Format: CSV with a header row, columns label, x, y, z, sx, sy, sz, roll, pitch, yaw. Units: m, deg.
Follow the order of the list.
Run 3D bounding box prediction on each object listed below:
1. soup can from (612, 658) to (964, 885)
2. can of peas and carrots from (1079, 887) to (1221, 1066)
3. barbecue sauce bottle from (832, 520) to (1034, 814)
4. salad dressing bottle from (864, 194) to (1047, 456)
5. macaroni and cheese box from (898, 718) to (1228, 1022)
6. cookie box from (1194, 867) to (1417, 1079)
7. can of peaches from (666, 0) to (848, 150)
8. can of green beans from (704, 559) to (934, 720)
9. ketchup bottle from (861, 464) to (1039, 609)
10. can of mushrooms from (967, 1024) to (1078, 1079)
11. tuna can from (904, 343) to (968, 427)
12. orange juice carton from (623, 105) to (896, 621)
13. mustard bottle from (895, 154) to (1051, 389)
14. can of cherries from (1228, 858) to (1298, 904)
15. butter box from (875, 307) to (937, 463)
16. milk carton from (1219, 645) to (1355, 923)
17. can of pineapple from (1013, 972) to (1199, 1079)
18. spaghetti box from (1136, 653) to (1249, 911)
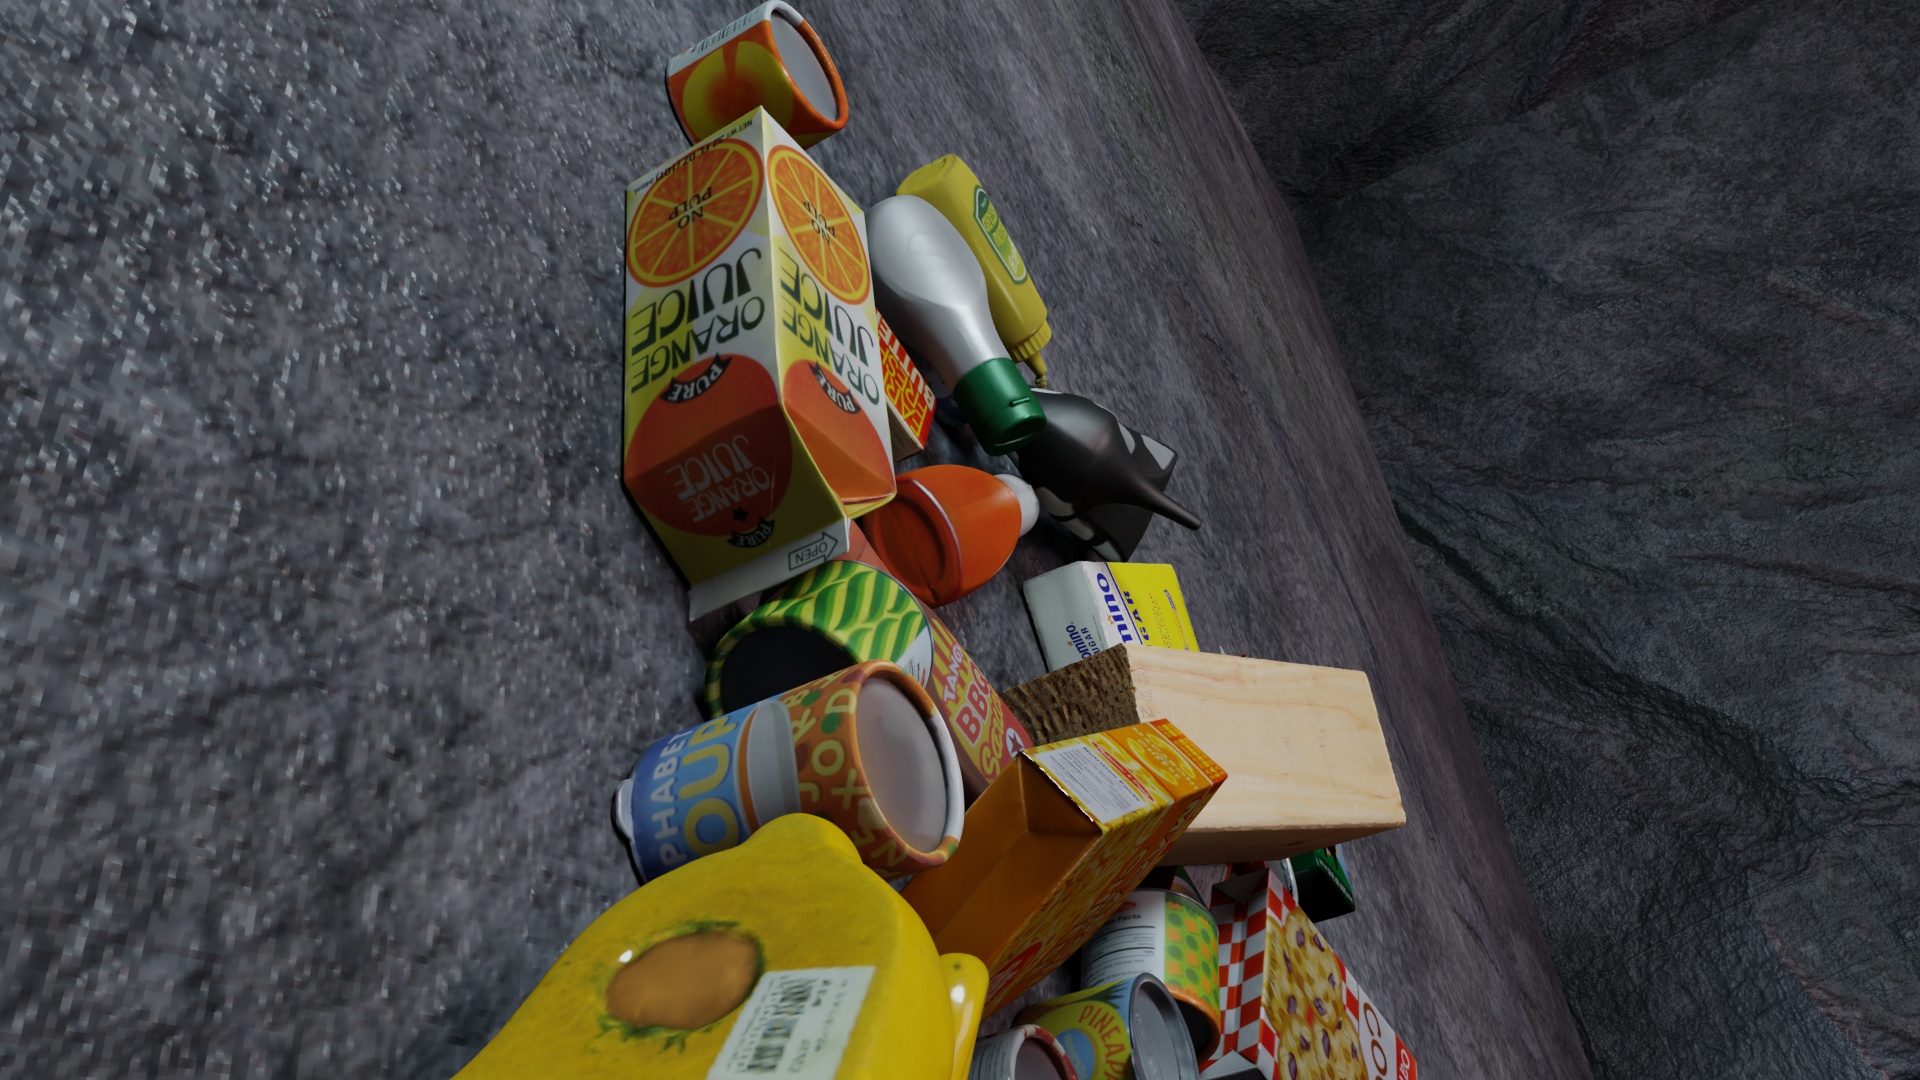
label,x,y,z,sx,sy,sz,roll,pitch,yaw
soup can,-0.052,0.080,0.430,0.071,0.083,0.072,49,29,-38
can of peas and carrots,0.090,0.209,0.654,0.070,0.071,0.059,55,25,-27
barbecue sauce bottle,-0.021,0.057,0.578,0.148,0.043,0.065,56,25,-25
salad dressing bottle,-0.006,-0.113,0.728,0.064,0.043,0.148,-18,67,-29
macaroni and cheese box,0.028,0.128,0.515,0.040,0.123,0.166,44,14,20
cookie box,0.180,0.272,0.709,0.167,0.040,0.123,52,31,-20
can of peaches,-0.093,-0.207,0.650,0.071,0.058,0.071,49,27,-37
can of green beans,-0.049,0.047,0.492,0.071,0.071,0.058,64,22,-9
ketchup bottle,0.002,-0.009,0.695,0.064,0.043,0.149,66,22,1
can of mushrooms,0.022,0.222,0.529,0.071,0.033,0.071,50,27,-36
tuna can,0.000,-0.099,0.790,0.071,0.033,0.071,49,28,-38
orange juice carton,-0.077,-0.063,0.527,0.073,0.071,0.193,39,34,-49
mustard bottle,0.018,-0.161,0.870,0.159,0.048,0.066,56,26,-25
can of cherries,0.165,0.201,0.845,0.071,0.058,0.072,50,28,-38
butter box,-0.050,-0.091,0.680,0.103,0.024,0.053,55,25,-27
milk carton,0.207,0.164,0.958,0.072,0.073,0.191,49,28,-38
can of pineapple,0.061,0.222,0.585,0.071,0.058,0.071,49,27,-37
spaghetti box,0.141,0.159,0.806,0.050,0.028,0.251,60,34,-20
